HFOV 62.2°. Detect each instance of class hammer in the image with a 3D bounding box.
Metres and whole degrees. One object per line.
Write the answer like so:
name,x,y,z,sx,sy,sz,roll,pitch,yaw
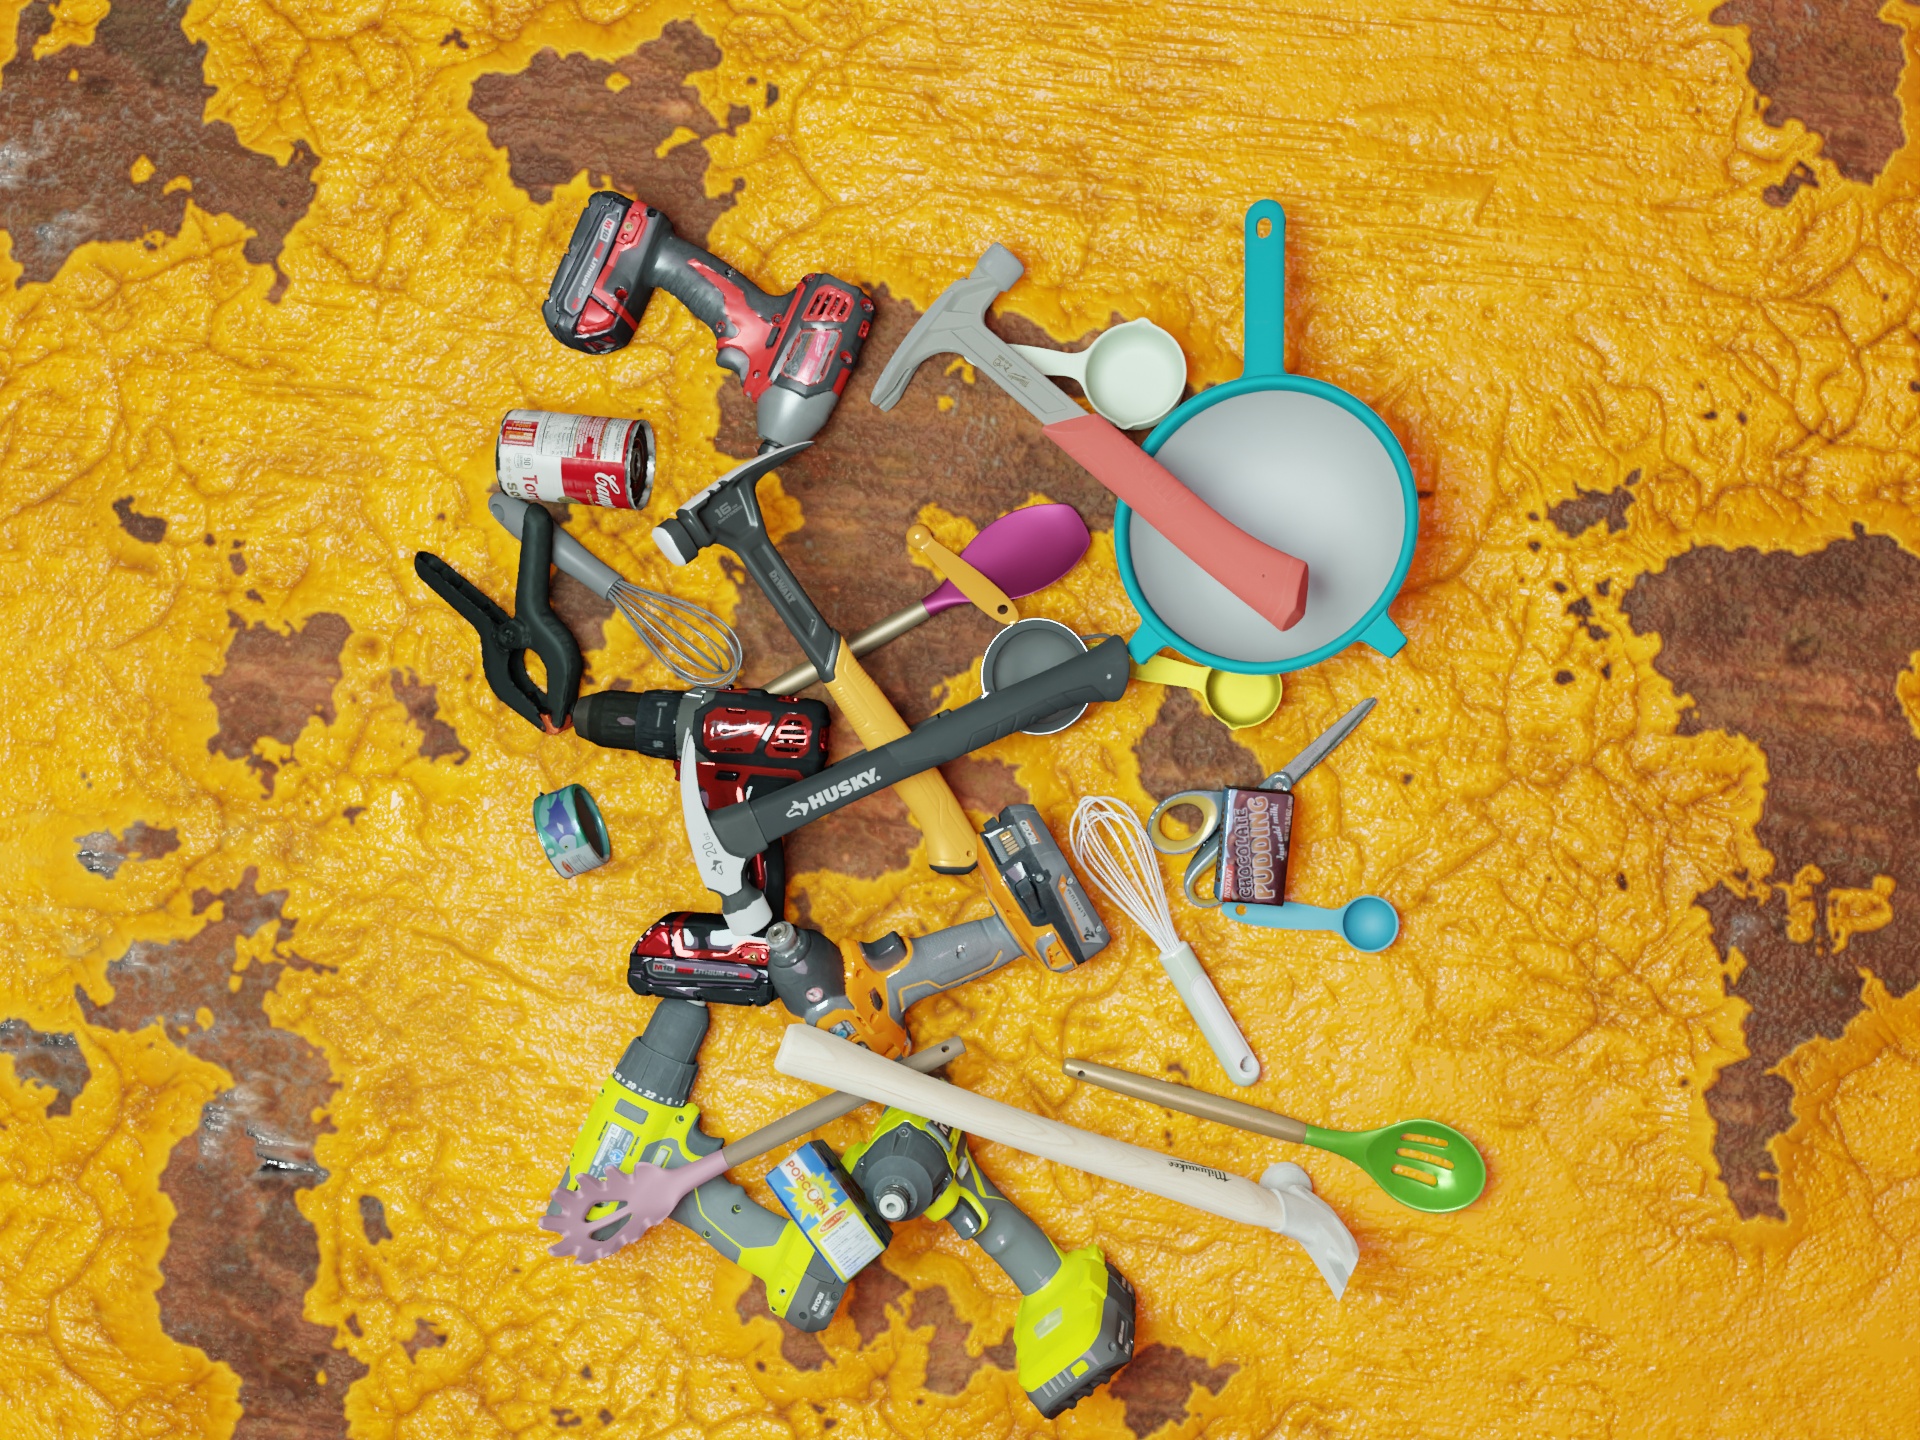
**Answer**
hammer,0.072,0.291,1.084,0.410,0.146,0.038,20,96,-8
hammer,-0.074,-0.031,1.128,0.127,0.034,0.336,-39,109,-20
hammer,-0.034,0.018,1.105,0.335,0.035,0.146,-24,110,-7
hammer,0.098,-0.181,1.123,0.359,0.036,0.149,45,101,20

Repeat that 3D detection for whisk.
whisk,-0.261,-0.102,1.195,0.239,0.055,0.055,36,91,7
whisk,0.153,0.162,1.170,0.058,0.059,0.246,-32,92,-25

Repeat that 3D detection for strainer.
strainer,0.225,-0.196,1.145,0.211,0.095,0.340,-1,83,22
strainer,-0.002,-0.004,1.183,0.258,0.050,0.087,-26,87,8

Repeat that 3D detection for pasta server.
pasta server,-0.141,0.295,1.117,0.316,0.040,0.060,-25,66,-4

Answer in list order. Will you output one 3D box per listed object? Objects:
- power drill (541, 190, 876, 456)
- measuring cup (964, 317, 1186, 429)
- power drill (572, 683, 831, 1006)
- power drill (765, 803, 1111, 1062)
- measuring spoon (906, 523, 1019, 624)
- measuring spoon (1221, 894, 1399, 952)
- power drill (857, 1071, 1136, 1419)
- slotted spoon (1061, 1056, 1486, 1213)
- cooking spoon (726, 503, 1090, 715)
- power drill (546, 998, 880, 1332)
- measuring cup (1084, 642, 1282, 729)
power drill,-0.187,-0.289,1.181,0.219,0.078,0.143,23,91,0
measuring cup,0.086,-0.260,1.187,0.167,0.038,0.083,10,90,13
power drill,-0.196,0.085,1.166,0.188,0.080,0.227,5,92,3
power drill,-0.023,0.155,1.127,0.226,0.084,0.164,-30,131,1
measuring spoon,0.001,-0.109,1.180,0.021,0.011,0.117,-46,68,-4
measuring spoon,0.259,0.145,1.181,0.128,0.021,0.042,5,90,12
power drill,0.020,0.365,1.112,0.080,0.171,0.223,-41,91,11
slotted spoon,0.227,0.294,1.166,0.314,0.031,0.070,15,101,2
cooking spoon,-0.048,-0.072,1.196,0.319,0.017,0.069,-28,68,3
power drill,-0.167,0.325,1.169,0.228,0.080,0.190,25,86,5
measuring cup,0.163,-0.034,1.187,0.156,0.029,0.062,14,90,15
